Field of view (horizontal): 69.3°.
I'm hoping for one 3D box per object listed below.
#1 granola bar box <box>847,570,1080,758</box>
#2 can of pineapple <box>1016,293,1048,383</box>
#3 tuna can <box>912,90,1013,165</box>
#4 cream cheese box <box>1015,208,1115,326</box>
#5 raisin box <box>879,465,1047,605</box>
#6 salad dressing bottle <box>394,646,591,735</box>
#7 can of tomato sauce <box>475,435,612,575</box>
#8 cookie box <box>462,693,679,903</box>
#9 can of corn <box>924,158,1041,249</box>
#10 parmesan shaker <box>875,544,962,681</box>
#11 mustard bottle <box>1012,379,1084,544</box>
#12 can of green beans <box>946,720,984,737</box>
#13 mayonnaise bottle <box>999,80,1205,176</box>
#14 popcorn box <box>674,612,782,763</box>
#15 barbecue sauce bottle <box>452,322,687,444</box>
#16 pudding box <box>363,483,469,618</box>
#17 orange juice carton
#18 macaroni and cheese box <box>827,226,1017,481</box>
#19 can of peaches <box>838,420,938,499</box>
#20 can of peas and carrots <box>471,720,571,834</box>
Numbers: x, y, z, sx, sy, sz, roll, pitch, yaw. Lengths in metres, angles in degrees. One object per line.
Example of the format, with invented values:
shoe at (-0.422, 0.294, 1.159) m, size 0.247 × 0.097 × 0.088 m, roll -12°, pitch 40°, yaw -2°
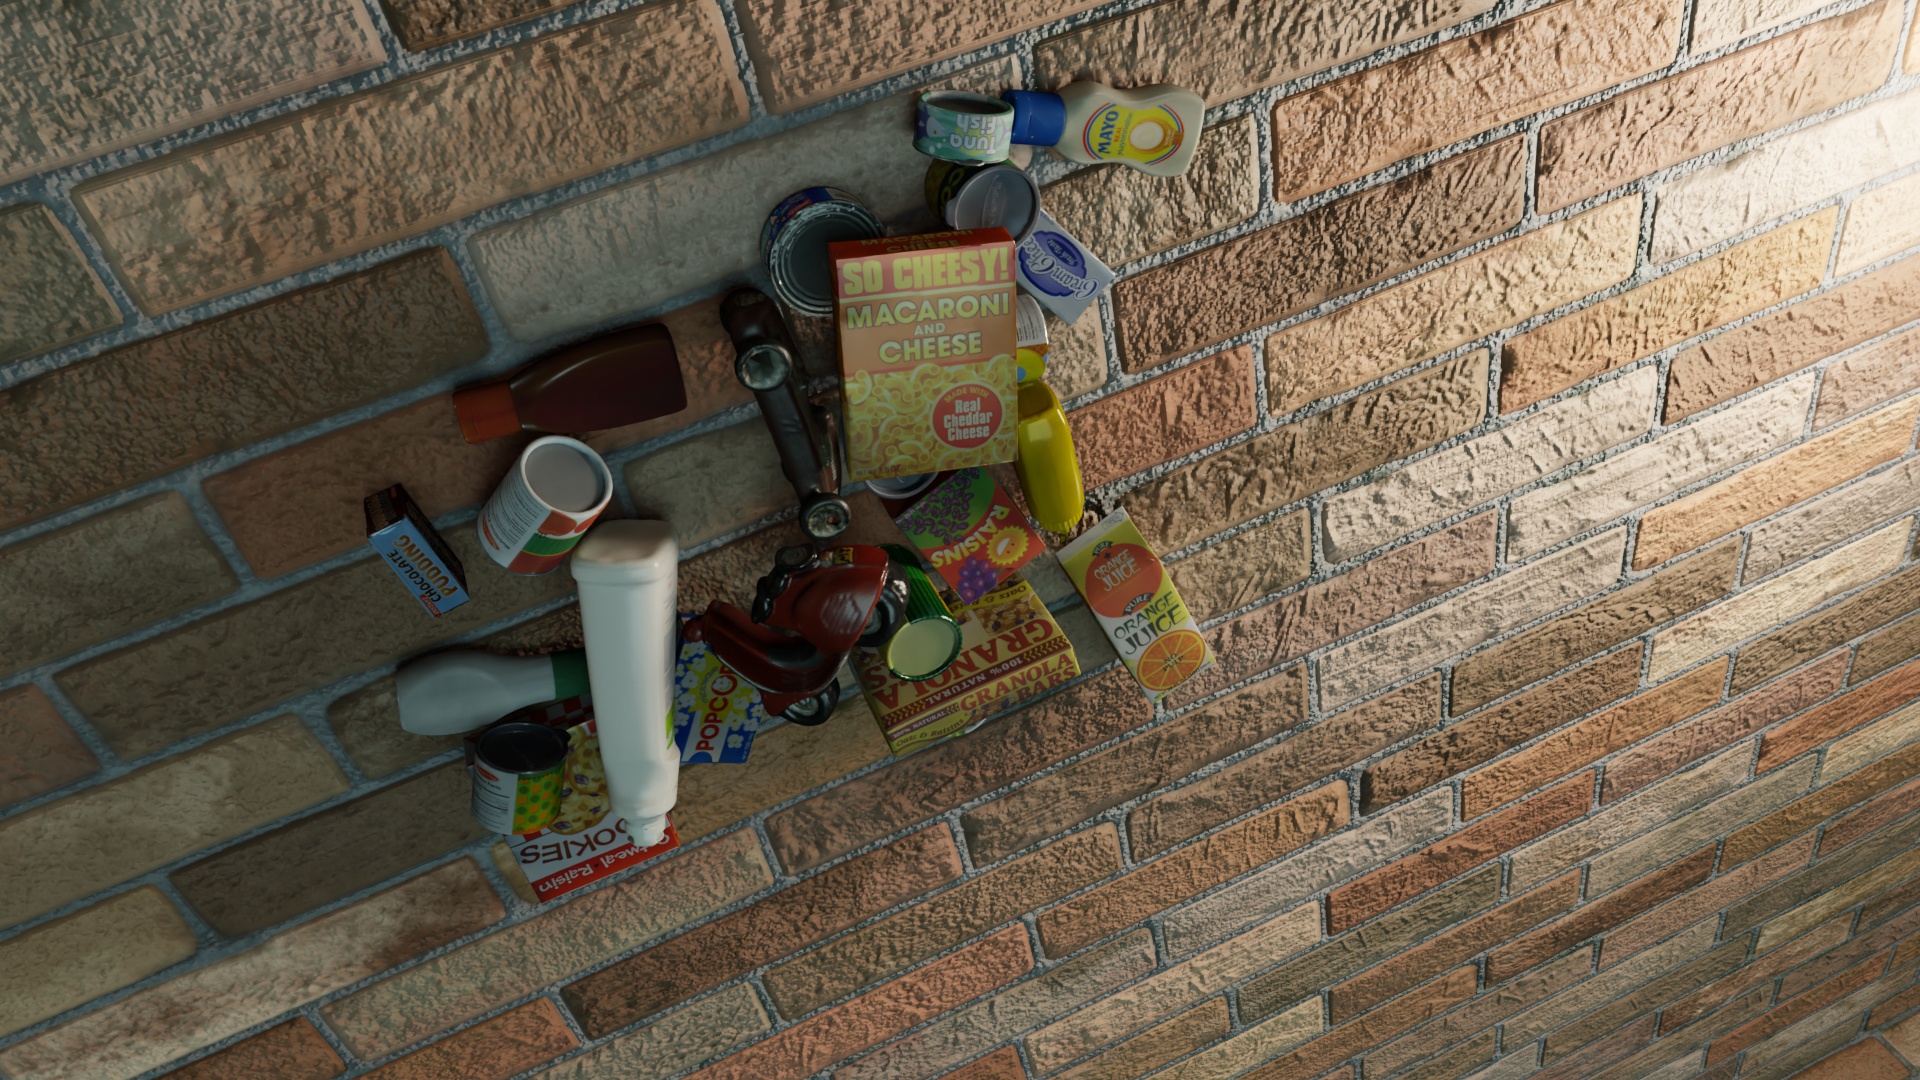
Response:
granola bar box at (-0.003, 0.095, 1.149) m, size 0.166 × 0.124 × 0.039 m, roll -24°, pitch 130°, yaw -9°
can of pineapple at (0.026, -0.147, 1.036) m, size 0.058 × 0.071 × 0.070 m, roll -11°, pitch 126°, yaw -18°
tuna can at (0.002, -0.277, 0.931) m, size 0.071 × 0.071 × 0.032 m, roll -6°, pitch 123°, yaw -22°
cream cheese box at (0.064, -0.209, 1.037) m, size 0.103 × 0.024 × 0.053 m, roll 32°, pitch 105°, yaw -37°
raisin box at (0.004, -0.014, 1.133) m, size 0.086 × 0.040 × 0.123 m, roll -38°, pitch 130°, yaw 1°
salad dressing bottle at (-0.346, 0.109, 1.050) m, size 0.148 × 0.044 × 0.064 m, roll -8°, pitch 123°, yaw -22°
can of tomato sauce at (-0.284, -0.025, 0.953) m, size 0.071 × 0.071 × 0.082 m, roll 15°, pitch 142°, yaw -32°
cookie box at (-0.314, 0.208, 1.135) m, size 0.123 × 0.040 × 0.166 m, roll -21°, pitch 127°, yaw -11°
can of corn at (0.012, -0.239, 0.970) m, size 0.071 × 0.058 × 0.070 m, roll -12°, pitch 127°, yaw -17°
parmesan shaker at (-0.047, 0.060, 1.118) m, size 0.071 × 0.103 × 0.071 m, roll -13°, pitch 127°, yaw -17°
mustard bottle at (0.071, -0.055, 1.124) m, size 0.049 × 0.065 × 0.159 m, roll -22°, pitch 135°, yaw -3°
can of green beans at (-0.011, 0.129, 1.211) m, size 0.071 × 0.058 × 0.071 m, roll -12°, pitch 126°, yaw -17°
mayonnaise bottle at (0.098, -0.294, 0.984) m, size 0.148 × 0.041 × 0.064 m, roll -3°, pitch 125°, yaw -24°
popcorn box at (-0.201, 0.121, 1.129) m, size 0.085 × 0.038 × 0.126 m, roll 6°, pitch 119°, yaw -30°
barbecue sauce bottle at (-0.265, -0.101, 0.944) m, size 0.149 × 0.044 × 0.064 m, roll -16°, pitch 129°, yaw -14°
pudding box at (-0.376, 0.008, 0.961) m, size 0.030 × 0.050 × 0.083 m, roll -29°, pitch 129°, yaw -6°
orange juice carton at (0.149, 0.052, 1.224) m, size 0.072 × 0.073 × 0.192 m, roll -34°, pitch 129°, yaw 0°
macaroni and cheese box at (-0.024, -0.129, 0.963) m, size 0.124 × 0.040 × 0.165 m, roll -8°, pitch 122°, yaw -10°
can of peaches at (-0.051, -0.074, 1.053) m, size 0.071 × 0.058 × 0.071 m, roll -12°, pitch 126°, yaw -17°
can of peas and carrots at (-0.328, 0.177, 1.040) m, size 0.071 × 0.071 × 0.058 m, roll 0°, pitch 117°, yaw -25°
